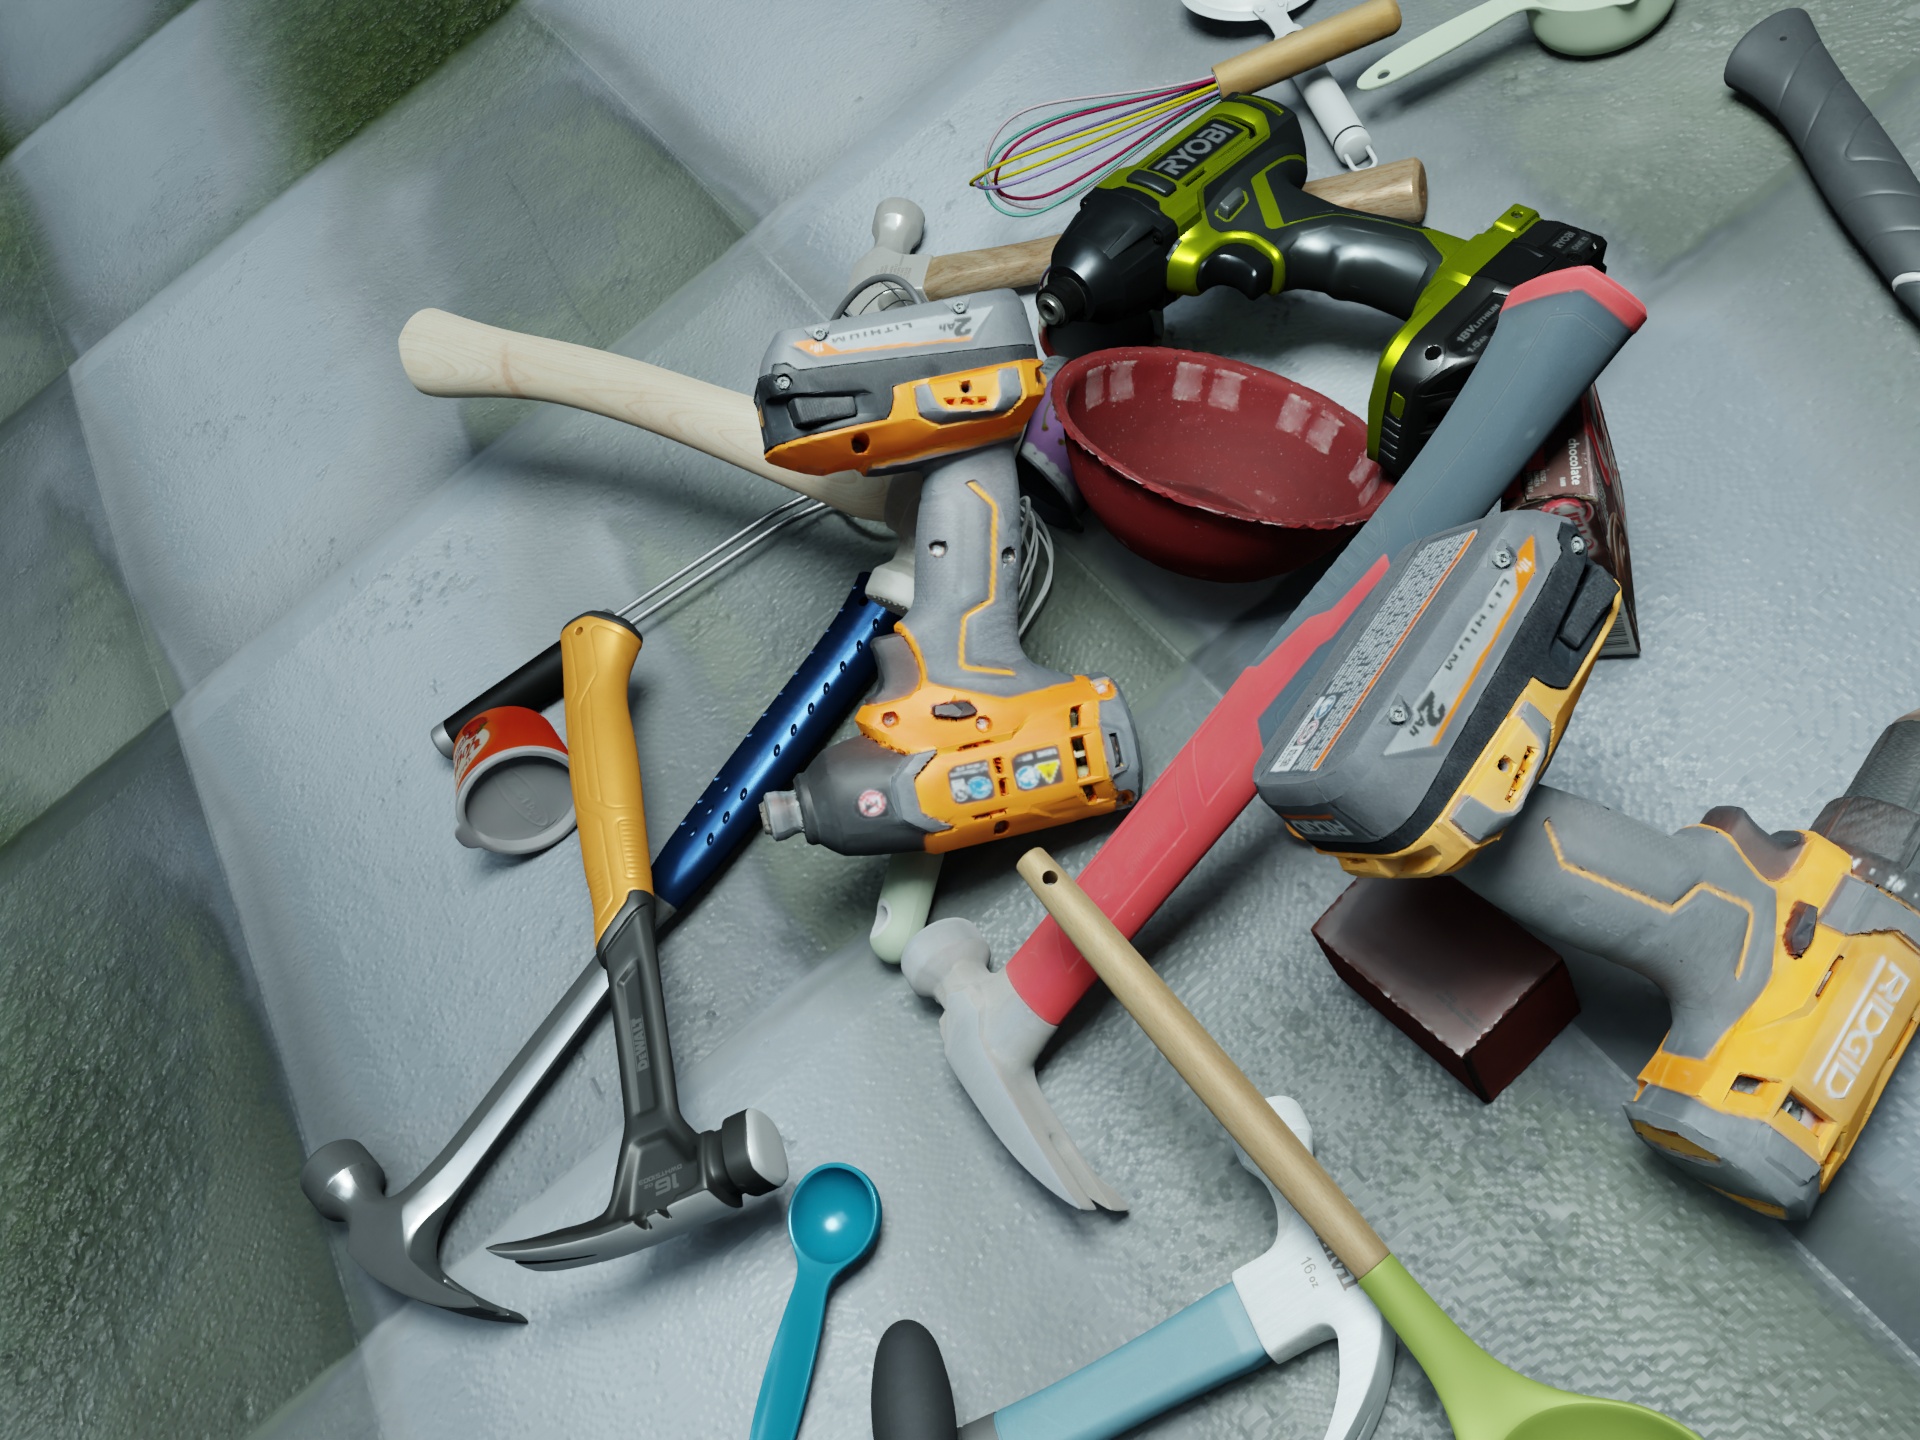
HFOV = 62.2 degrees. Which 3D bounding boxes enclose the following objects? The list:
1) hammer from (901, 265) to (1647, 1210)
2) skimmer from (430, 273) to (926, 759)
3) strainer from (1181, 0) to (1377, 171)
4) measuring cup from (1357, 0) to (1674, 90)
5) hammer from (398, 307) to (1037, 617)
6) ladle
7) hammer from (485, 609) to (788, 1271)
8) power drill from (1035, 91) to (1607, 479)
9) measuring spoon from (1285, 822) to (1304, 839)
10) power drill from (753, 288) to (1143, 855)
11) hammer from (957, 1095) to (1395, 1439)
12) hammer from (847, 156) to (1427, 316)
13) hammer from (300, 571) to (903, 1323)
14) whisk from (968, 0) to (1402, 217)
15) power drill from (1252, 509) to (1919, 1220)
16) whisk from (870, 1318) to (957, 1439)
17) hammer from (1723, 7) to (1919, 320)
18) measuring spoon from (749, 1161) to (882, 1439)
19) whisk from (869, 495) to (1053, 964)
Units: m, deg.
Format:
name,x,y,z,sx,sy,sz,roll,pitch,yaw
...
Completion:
name,x,y,z,sx,sy,sz,roll,pitch,yaw
hammer,0.123,0.008,0.596,0.386,0.038,0.143,-53,48,17
skimmer,-0.155,-0.100,0.863,0.363,0.090,0.127,-34,53,5
strainer,0.188,-0.394,0.908,0.087,0.050,0.259,-16,56,0
measuring cup,0.291,-0.361,0.834,0.167,0.038,0.083,-23,52,15
hammer,-0.150,-0.175,0.842,0.411,0.038,0.146,21,86,30
ladle,0.121,0.157,0.528,0.078,0.062,0.320,-35,66,-14
hammer,-0.165,0.081,0.743,0.127,0.034,0.337,-25,51,11
power drill,0.159,-0.201,0.733,0.223,0.080,0.171,34,62,29
measuring spoon,0.190,0.022,0.659,0.117,0.011,0.021,-25,52,7
power drill,-0.023,-0.054,0.681,0.164,0.084,0.226,-13,94,-9
hammer,0.006,0.270,0.579,0.331,0.033,0.128,-31,50,7
hammer,0.086,-0.260,0.878,0.331,0.031,0.130,-3,59,26
hammer,-0.148,0.097,0.769,0.144,0.035,0.405,28,75,38
whisk,0.119,-0.335,0.864,0.245,0.047,0.051,-19,70,10
power drill,0.232,0.026,0.520,0.185,0.226,0.084,-54,8,-10
whisk,-0.003,0.326,0.492,0.070,0.070,0.285,-22,45,14
hammer,0.412,-0.166,0.647,0.149,0.036,0.409,-18,53,15
measuring spoon,-0.060,0.245,0.644,0.042,0.021,0.129,7,73,30
whisk,-0.001,-0.002,0.754,0.058,0.059,0.246,-27,44,59
